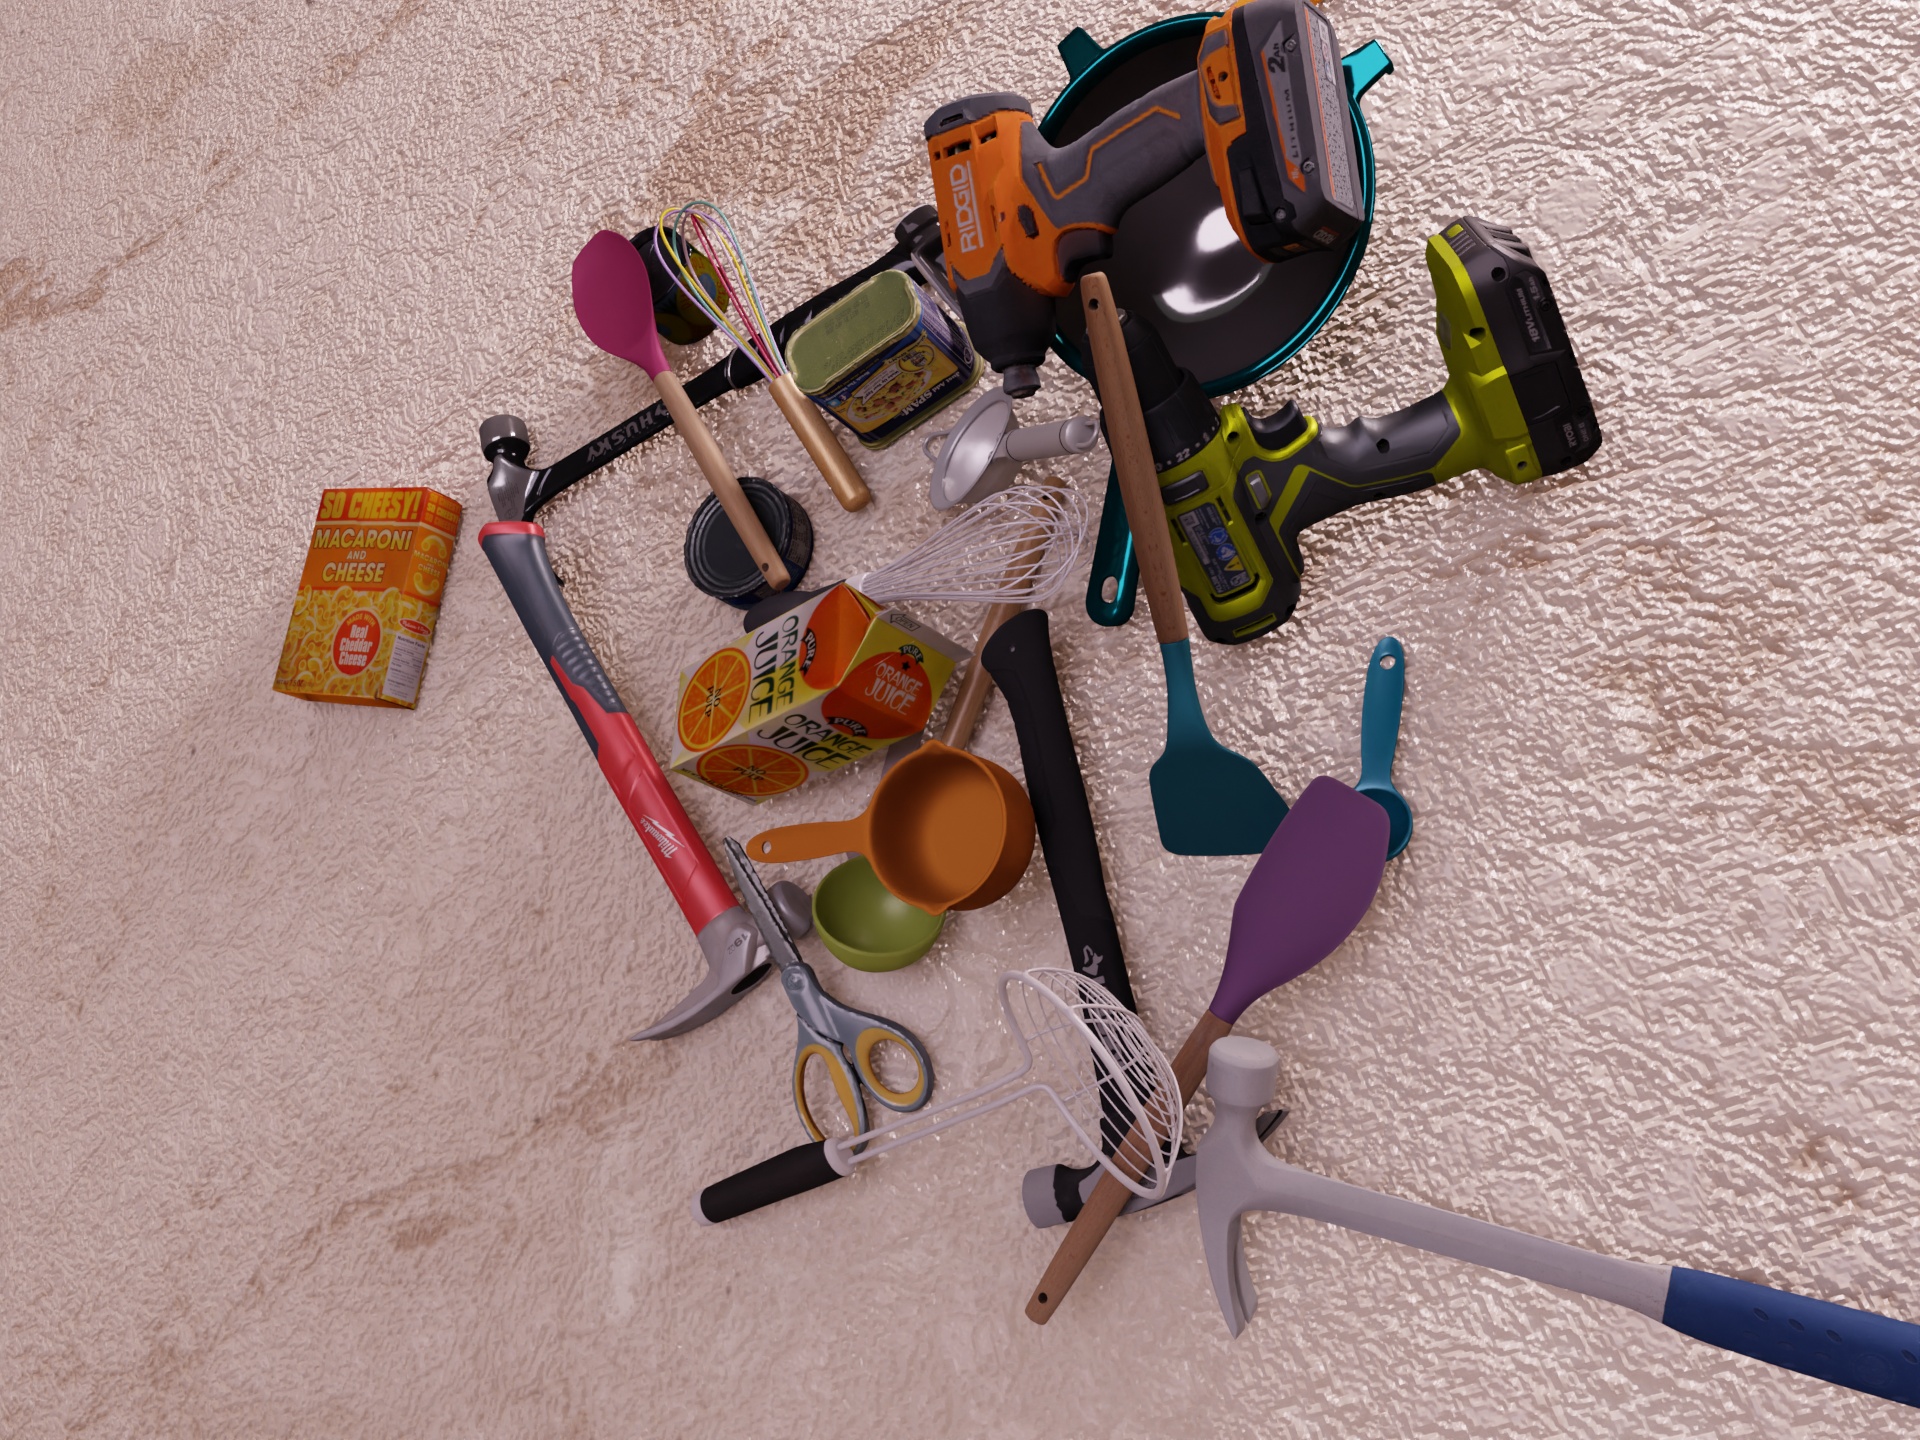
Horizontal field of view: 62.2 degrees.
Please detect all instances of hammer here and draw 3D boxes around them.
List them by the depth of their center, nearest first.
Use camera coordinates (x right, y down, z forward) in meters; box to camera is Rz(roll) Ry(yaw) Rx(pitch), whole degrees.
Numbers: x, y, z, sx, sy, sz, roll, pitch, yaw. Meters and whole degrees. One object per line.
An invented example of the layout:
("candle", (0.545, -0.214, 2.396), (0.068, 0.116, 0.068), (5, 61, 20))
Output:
("hammer", (0.297, 0.254, 0.698), (0.406, 0.035, 0.144), (9, 102, 26))
("hammer", (0.072, 0.095, 0.873), (0.146, 0.035, 0.335), (-20, 71, 23))
("hammer", (0.120, -0.370, 0.988), (0.337, 0.034, 0.127), (-40, 76, 9))
("hammer", (-0.240, 0.023, 1.058), (0.143, 0.038, 0.387), (-41, 66, 14))
("hammer", (-0.171, -0.235, 1.118), (0.409, 0.036, 0.149), (-26, 66, 20))

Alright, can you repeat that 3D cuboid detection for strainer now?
("strainer", (0.033, -0.157, 0.921), (0.087, 0.050, 0.258), (-64, 17, -1))
("strainer", (0.131, -0.222, 0.925), (0.211, 0.095, 0.340), (15, 101, 26))

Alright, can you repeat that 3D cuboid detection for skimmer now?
("skimmer", (-0.036, 0.227, 0.837), (0.363, 0.090, 0.127), (-30, 92, 33))

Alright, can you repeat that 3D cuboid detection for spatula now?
("spatula", (0.120, 0.172, 0.801), (0.060, 0.018, 0.316), (34, 95, 27))
("spatula", (0.105, -0.069, 0.811), (0.082, 0.044, 0.317), (-6, 106, 30))

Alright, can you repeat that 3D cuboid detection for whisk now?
("whisk", (-0.036, -0.086, 0.967), (0.284, 0.070, 0.070), (-12, 70, 41))
("whisk", (-0.127, -0.245, 1.057), (0.051, 0.047, 0.245), (-34, 83, 14))

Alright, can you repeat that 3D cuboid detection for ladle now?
("ladle", (-0.001, -0.003, 0.944), (0.078, 0.062, 0.320), (20, 82, 15))

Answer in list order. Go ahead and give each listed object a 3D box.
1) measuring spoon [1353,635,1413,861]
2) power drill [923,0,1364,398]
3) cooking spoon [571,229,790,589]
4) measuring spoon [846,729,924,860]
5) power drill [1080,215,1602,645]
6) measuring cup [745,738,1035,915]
("measuring spoon", (0.223, 0.017, 0.840), (0.042, 0.021, 0.129), (-1, 66, 29))
("power drill", (0.091, -0.272, 0.847), (0.226, 0.084, 0.164), (-8, 91, 32))
("cooking spoon", (-0.190, -0.212, 1.074), (0.068, 0.017, 0.319), (-41, 66, 23))
("measuring spoon", (-0.044, 0.032, 0.978), (0.034, 0.018, 0.124), (13, 81, 31))
("power drill", (0.188, -0.160, 0.817), (0.228, 0.190, 0.080), (-24, 29, 16))
("measuring cup", (-0.038, 0.067, 0.892), (0.173, 0.052, 0.095), (-9, 76, 30))
